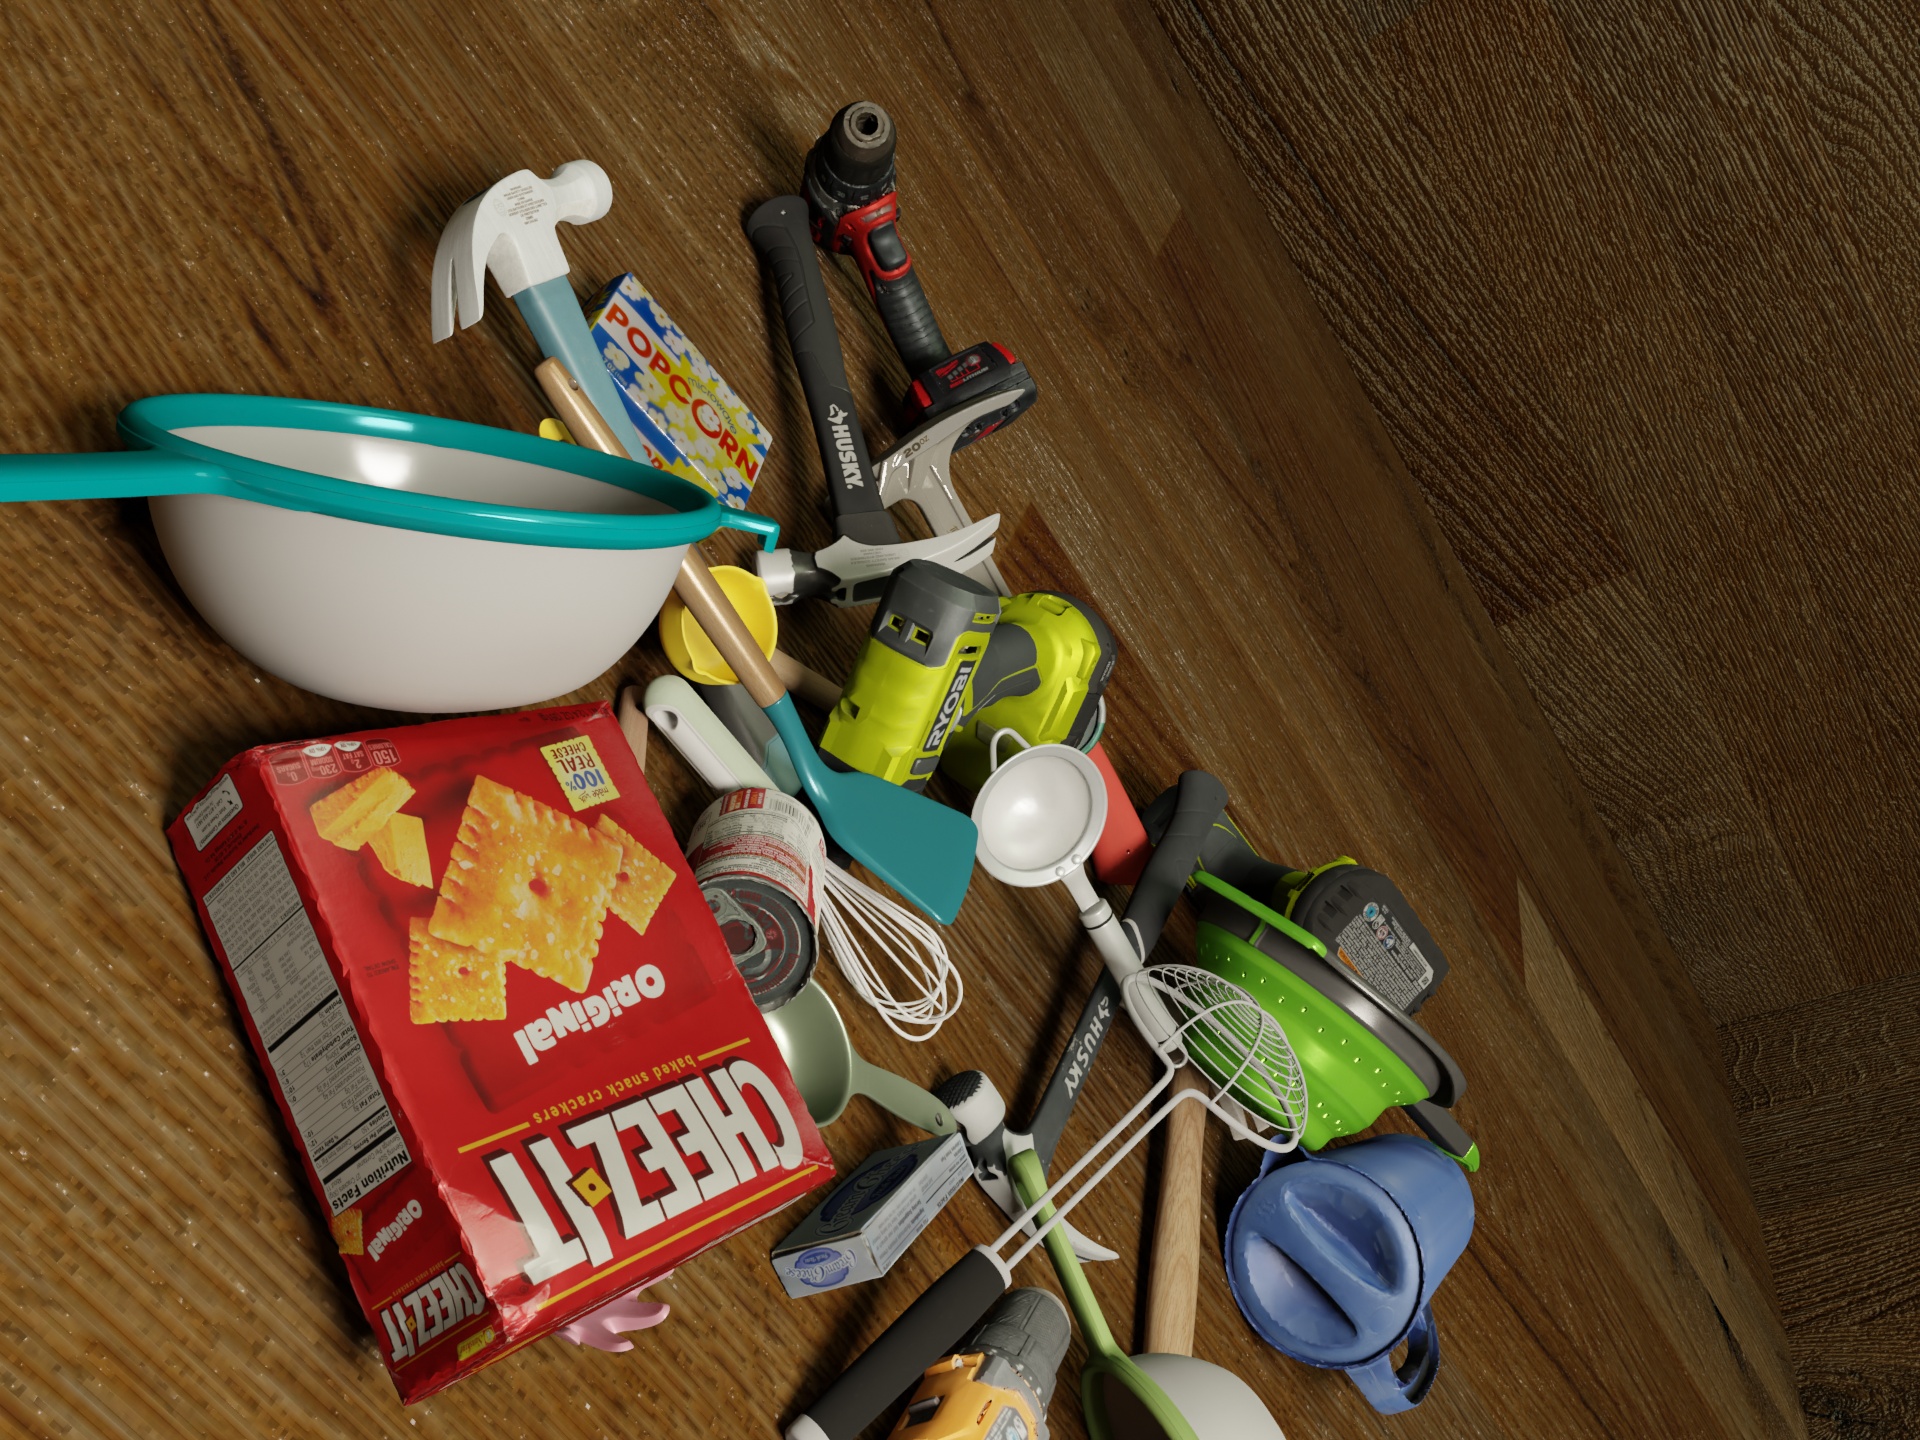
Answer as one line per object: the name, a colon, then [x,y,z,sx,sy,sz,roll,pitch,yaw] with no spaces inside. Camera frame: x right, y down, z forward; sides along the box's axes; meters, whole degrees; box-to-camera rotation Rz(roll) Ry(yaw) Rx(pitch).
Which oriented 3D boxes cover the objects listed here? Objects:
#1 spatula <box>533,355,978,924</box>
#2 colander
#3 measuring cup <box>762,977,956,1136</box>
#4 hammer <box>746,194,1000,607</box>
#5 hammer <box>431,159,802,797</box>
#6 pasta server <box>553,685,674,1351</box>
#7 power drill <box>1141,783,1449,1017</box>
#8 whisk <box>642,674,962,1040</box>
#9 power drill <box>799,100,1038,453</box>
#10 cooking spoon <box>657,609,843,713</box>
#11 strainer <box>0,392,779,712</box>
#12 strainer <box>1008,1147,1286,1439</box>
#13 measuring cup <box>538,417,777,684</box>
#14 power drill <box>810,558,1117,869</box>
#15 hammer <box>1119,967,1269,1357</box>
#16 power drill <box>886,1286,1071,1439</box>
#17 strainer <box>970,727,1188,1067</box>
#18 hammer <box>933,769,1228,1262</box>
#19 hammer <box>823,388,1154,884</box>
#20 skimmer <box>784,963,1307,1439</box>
spatula: [-0.092,-0.035,0.740,0.317,0.044,0.082,57,27,-24]
colander: [0.247,0.245,1.049,0.205,0.094,0.396,31,-11,49]
measuring cup: [-0.062,0.176,0.768,0.167,0.038,0.083,39,37,-43]
hammer: [-0.079,-0.212,0.995,0.035,0.146,0.335,102,-23,-55]
hammer: [-0.155,-0.107,0.788,0.128,0.033,0.331,-44,115,-52]
pasta server: [-0.147,0.108,0.674,0.060,0.040,0.317,28,43,-33]
power drill: [0.248,0.149,1.180,0.190,0.080,0.229,50,-10,-26]
whisk: [-0.078,0.071,0.801,0.246,0.058,0.059,52,39,-23]
power drill: [-0.036,-0.297,1.076,0.226,0.080,0.188,62,-9,-5]
cooking spoon: [-0.144,-0.055,0.832,0.318,0.017,0.069,32,55,-46]
strainer: [-0.231,-0.047,0.543,0.340,0.211,0.095,-18,123,-61]
strainer: [0.105,0.333,0.817,0.069,0.151,0.256,-20,74,-21]
measuring cup: [-0.146,-0.078,0.742,0.156,0.029,0.062,50,55,-28]
power drill: [-0.001,-0.003,0.914,0.080,0.171,0.223,29,15,22]
hammer: [0.137,0.315,0.991,0.130,0.031,0.332,39,38,-21]
power drill: [0.048,0.395,0.741,0.226,0.084,0.185,59,26,-2]
strainer: [0.073,0.107,0.932,0.258,0.087,0.050,60,-11,-19]
hammer: [0.106,0.158,1.014,0.149,0.036,0.409,58,37,-18]
hammer: [0.055,-0.039,1.078,0.358,0.149,0.037,60,-14,-21]
skimmer: [0.049,0.243,0.795,0.127,0.090,0.363,45,53,16]
